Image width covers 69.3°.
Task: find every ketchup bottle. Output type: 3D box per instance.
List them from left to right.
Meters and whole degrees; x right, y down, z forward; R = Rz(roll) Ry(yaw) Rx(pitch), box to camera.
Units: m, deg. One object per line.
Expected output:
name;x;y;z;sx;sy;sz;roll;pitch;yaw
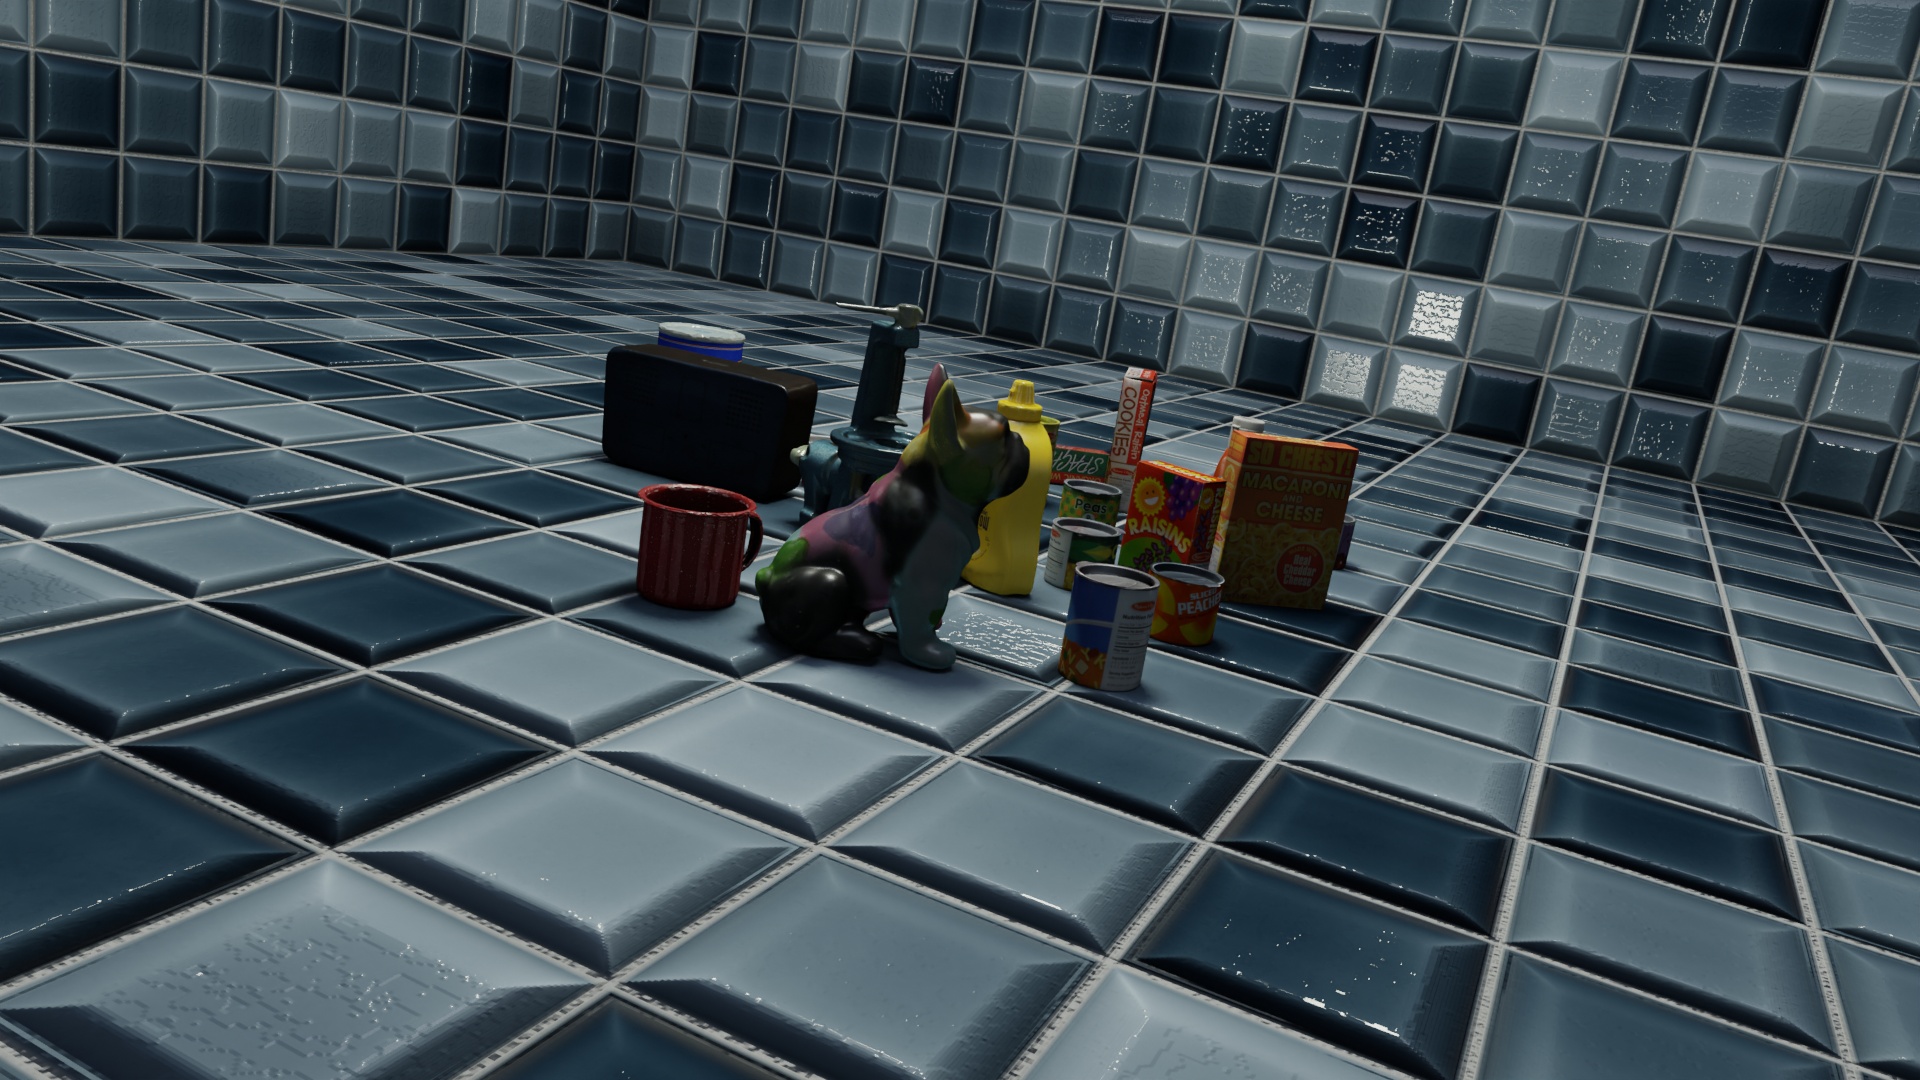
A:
ketchup bottle;0.319;-0.068;1.610;0.043;0.148;0.065;1;16;-32

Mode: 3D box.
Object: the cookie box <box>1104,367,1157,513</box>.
cookie box;0.212;-0.128;1.739;0.040;0.167;0.123;11;14;7

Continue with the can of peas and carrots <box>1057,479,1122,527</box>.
can of peas and carrots;0.142;-0.032;1.534;0.071;0.058;0.071;9;14;-2

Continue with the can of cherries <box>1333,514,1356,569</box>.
can of cherries;0.418;-0.003;1.603;0.071;0.058;0.071;9;14;-2

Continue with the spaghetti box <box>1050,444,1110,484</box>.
spaghetti box;0.071;-0.105;1.801;0.250;0.050;0.029;6;14;-12

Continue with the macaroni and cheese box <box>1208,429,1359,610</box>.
macaroni and cheese box;0.314;-0.020;1.376;0.124;0.166;0.040;6;14;-14

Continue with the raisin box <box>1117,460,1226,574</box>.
raisin box;0.204;-0.009;1.349;0.040;0.123;0.086;-3;18;-42

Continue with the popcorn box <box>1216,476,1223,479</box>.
popcorn box;0.276;-0.020;1.520;0.038;0.085;0.127;15;15;24

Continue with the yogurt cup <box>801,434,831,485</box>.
yogurt cup;-0.150;-0.087;1.573;0.072;0.053;0.072;9;14;-2

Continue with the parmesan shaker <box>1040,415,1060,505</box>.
parmesan shaker;0.076;-0.097;1.658;0.071;0.102;0.071;9;13;-2

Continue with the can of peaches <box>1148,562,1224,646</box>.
can of peaches;0.195;0.056;1.219;0.071;0.058;0.071;9;14;-2

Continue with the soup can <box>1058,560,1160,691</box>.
soup can;0.112;0.065;1.076;0.071;0.083;0.071;9;14;-2

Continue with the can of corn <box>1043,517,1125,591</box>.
can of corn;0.119;0.015;1.336;0.071;0.058;0.071;9;14;-2
